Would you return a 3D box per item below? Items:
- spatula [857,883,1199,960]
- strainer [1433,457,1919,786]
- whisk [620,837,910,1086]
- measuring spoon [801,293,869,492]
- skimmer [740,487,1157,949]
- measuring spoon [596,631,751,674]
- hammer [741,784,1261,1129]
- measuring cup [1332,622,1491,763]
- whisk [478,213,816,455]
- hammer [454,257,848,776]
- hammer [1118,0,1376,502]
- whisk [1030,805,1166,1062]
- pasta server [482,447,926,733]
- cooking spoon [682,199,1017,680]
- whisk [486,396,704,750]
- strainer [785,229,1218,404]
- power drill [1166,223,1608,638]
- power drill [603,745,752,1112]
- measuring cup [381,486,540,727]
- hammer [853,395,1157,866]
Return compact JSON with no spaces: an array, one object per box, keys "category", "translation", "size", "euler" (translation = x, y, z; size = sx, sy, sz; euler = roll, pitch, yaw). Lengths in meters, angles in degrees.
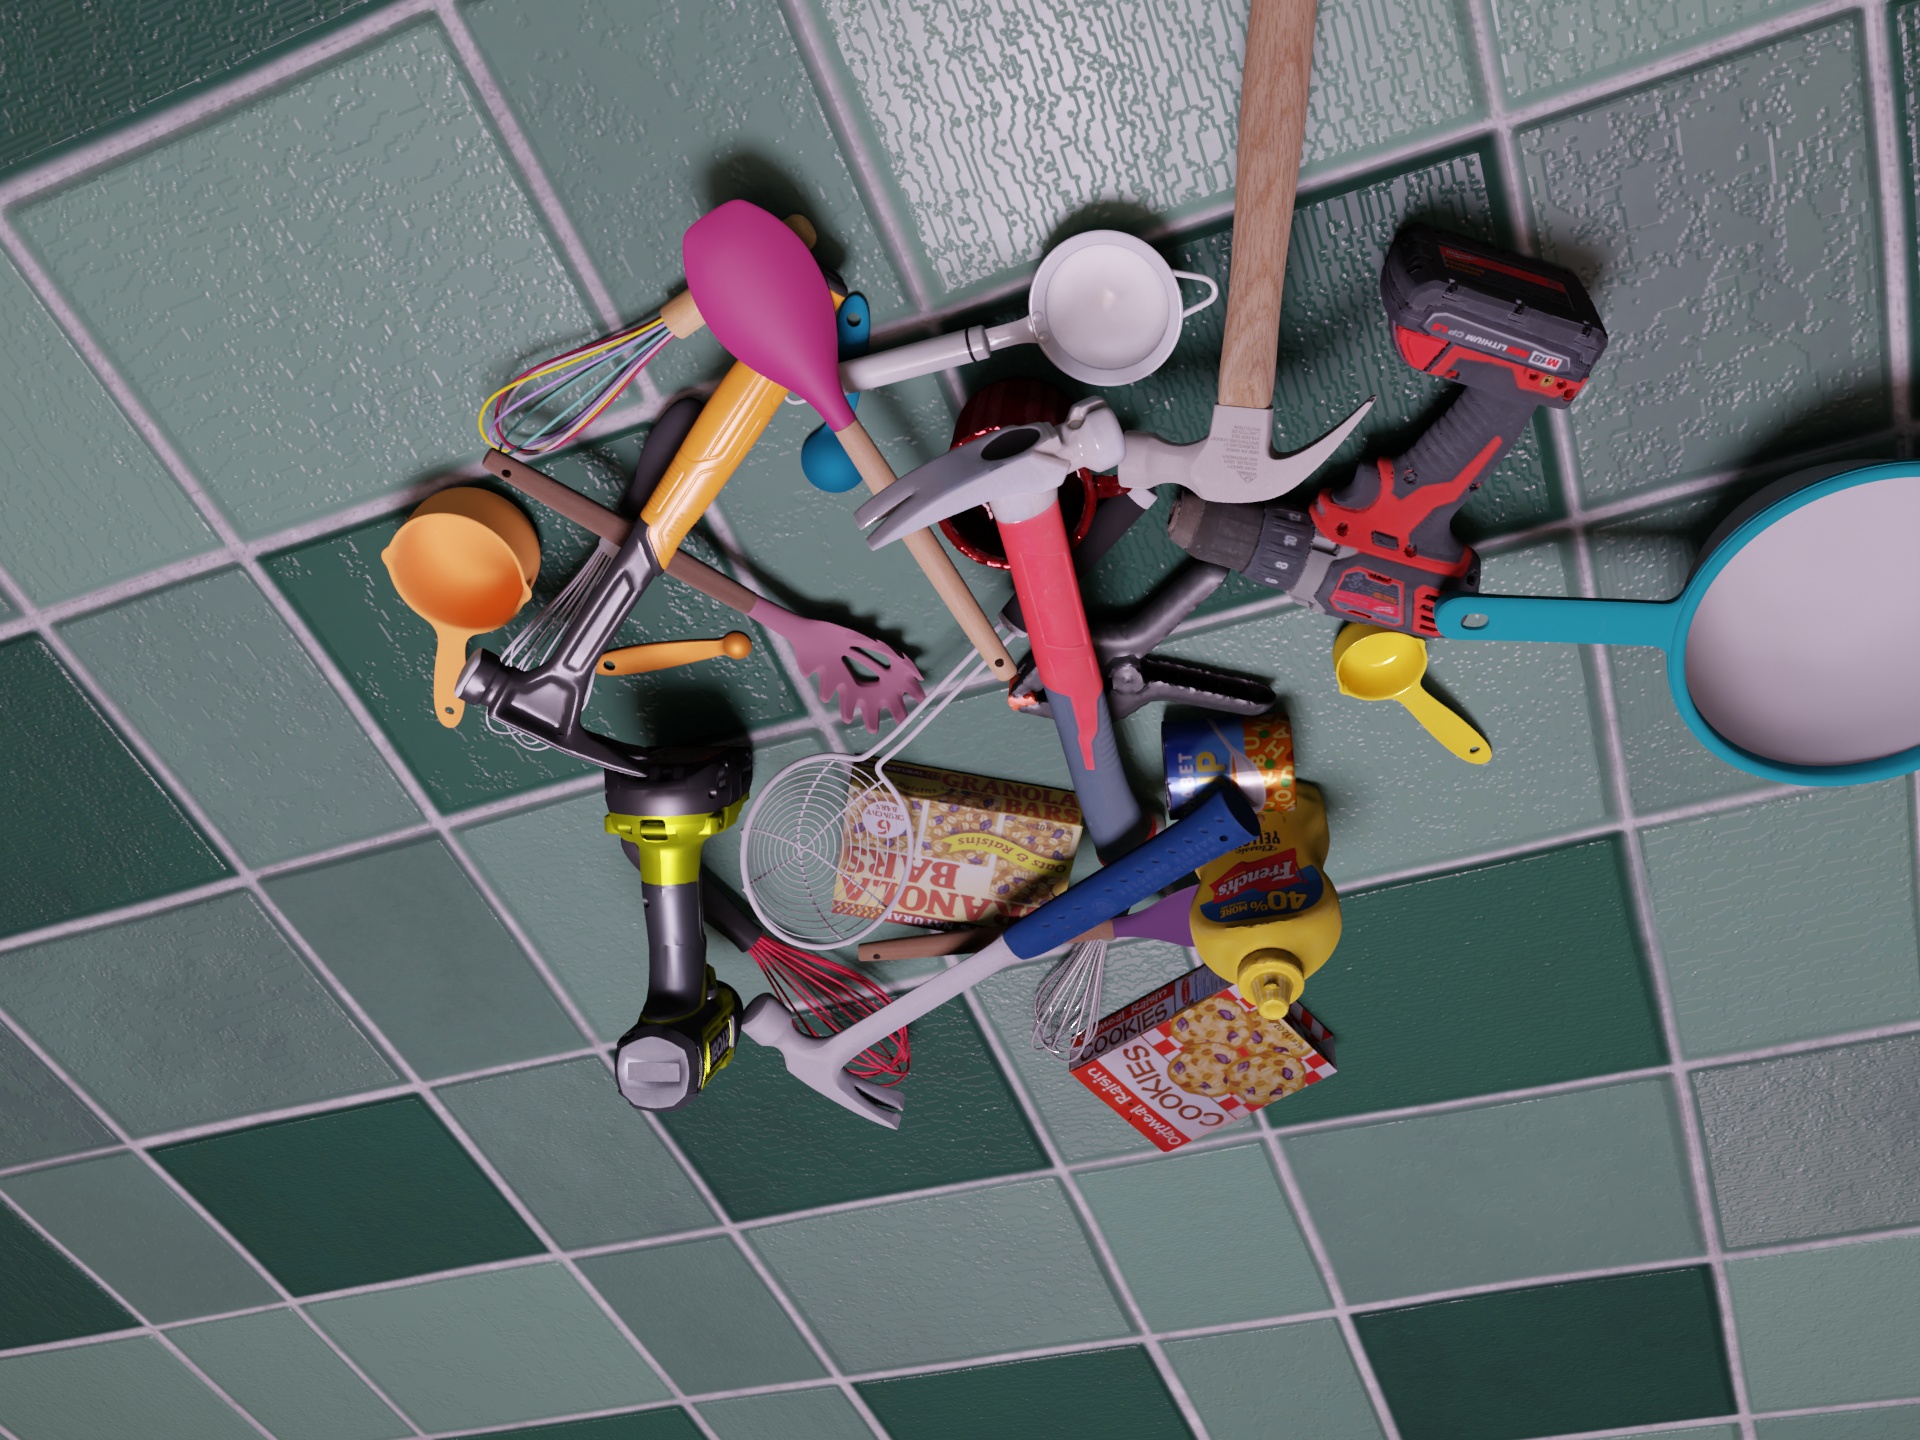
[{"category":"spatula","translation":[0.083,0.148,1.129],"size":[0.316,0.018,0.059],"euler":[-7,121,6]},{"category":"strainer","translation":[0.445,-0.074,0.926],"size":[0.340,0.095,0.210],"euler":[2,125,6]},{"category":"whisk","translation":[-0.144,0.178,1.204],"size":[0.073,0.073,0.295],"euler":[-36,110,28]},{"category":"measuring spoon","translation":[-0.071,-0.190,0.945],"size":[0.042,0.021,0.128],"euler":[11,126,-1]},{"category":"skimmer","translation":[-0.002,-0.003,0.998],"size":[0.127,0.090,0.363],"euler":[33,113,-29]},{"category":"measuring spoon","translation":[-0.197,-0.042,1.074],"size":[0.117,0.011,0.021],"euler":[-8,125,12]},{"category":"hammer","translation":[0.033,0.163,1.095],"size":[0.405,0.035,0.144],"euler":[-34,113,27]},{"category":"measuring cup","translation":[0.298,-0.018,1.033],"size":[0.062,0.029,0.156],"euler":[-36,127,28]},{"category":"whisk","translation":[-0.186,-0.221,0.924],"size":[0.245,0.051,0.047],"euler":[-28,113,21]},{"category":"hammer","translation":[-0.162,-0.118,0.934],"size":[0.127,0.034,0.337],"euler":[28,110,-23]},{"category":"hammer","translation":[0.156,-0.273,0.799],"size":[0.130,0.031,0.331],"euler":[8,112,15]},{"category":"whisk","translation":[0.101,0.160,1.171],"size":[0.057,0.059,0.246],"euler":[-7,131,-35]},{"category":"pasta server","translation":[-0.152,-0.081,0.991],"size":[0.316,0.040,0.060],"euler":[29,115,-29]},{"category":"cooking spoon","translation":[-0.051,-0.147,0.903],"size":[0.069,0.017,0.318],"euler":[-31,115,7]},{"category":"whisk","translation":[-0.231,-0.090,1.018],"size":[0.070,0.070,0.284],"euler":[29,119,-14]},{"category":"strainer","translation":[0.018,-0.217,0.898],"size":[0.258,0.050,0.086],"euler":[-11,116,15]},{"category":"power drill","translation":[0.236,-0.157,0.903],"size":[0.188,0.080,0.226],"euler":[16,129,-4]},{"category":"power drill","translation":[-0.186,0.132,1.083],"size":[0.080,0.171,0.223],"euler":[1,96,6]},{"category":"measuring cup","translation":[-0.324,-0.074,1.042],"size":[0.095,0.052,0.173],"euler":[15,128,-4]},{"category":"hammer","translation":[0.053,-0.018,0.953],"size":[0.143,0.038,0.385],"euler":[-24,140,-4]}]
